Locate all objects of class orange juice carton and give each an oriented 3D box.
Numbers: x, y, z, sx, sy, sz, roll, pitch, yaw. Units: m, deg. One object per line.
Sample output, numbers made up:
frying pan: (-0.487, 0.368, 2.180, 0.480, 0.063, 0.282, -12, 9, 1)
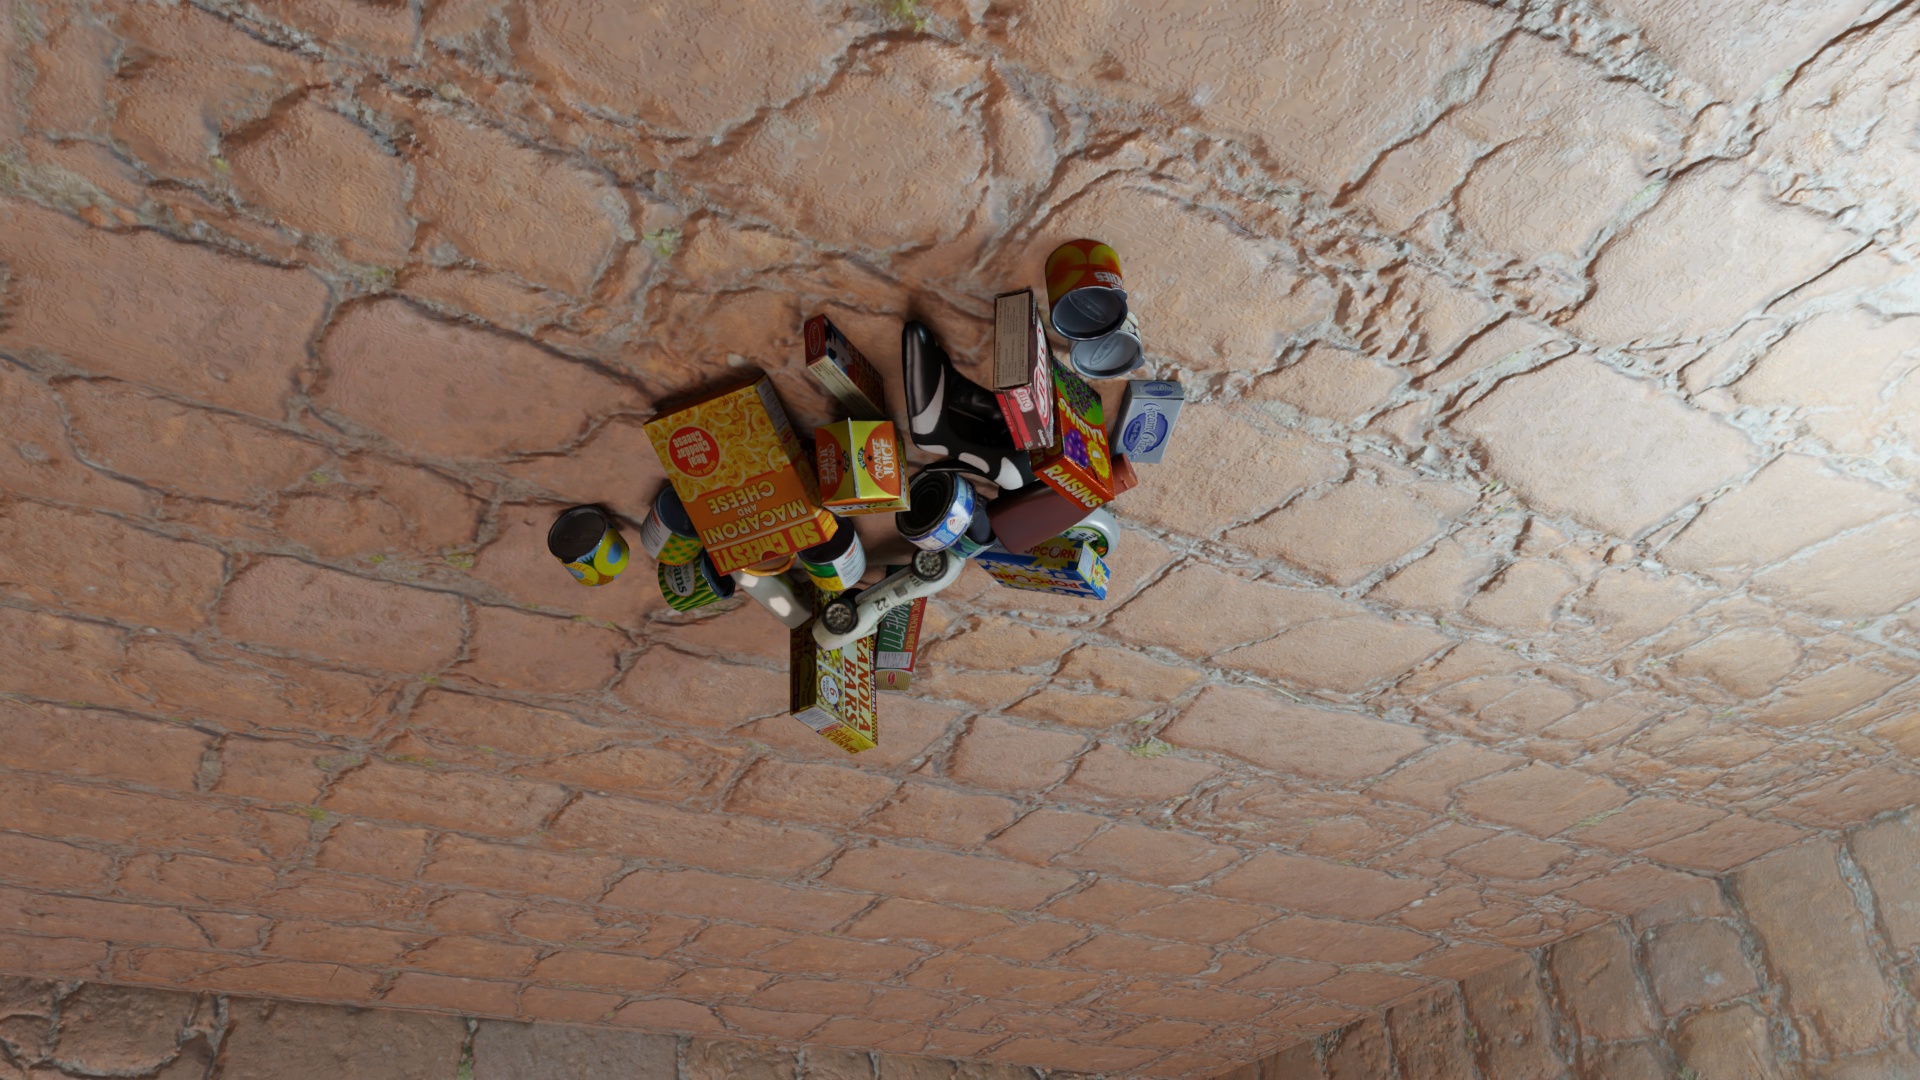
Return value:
orange juice carton: (-0.090, -0.066, 1.287, 0.073, 0.072, 0.192, -5, 177, 1)

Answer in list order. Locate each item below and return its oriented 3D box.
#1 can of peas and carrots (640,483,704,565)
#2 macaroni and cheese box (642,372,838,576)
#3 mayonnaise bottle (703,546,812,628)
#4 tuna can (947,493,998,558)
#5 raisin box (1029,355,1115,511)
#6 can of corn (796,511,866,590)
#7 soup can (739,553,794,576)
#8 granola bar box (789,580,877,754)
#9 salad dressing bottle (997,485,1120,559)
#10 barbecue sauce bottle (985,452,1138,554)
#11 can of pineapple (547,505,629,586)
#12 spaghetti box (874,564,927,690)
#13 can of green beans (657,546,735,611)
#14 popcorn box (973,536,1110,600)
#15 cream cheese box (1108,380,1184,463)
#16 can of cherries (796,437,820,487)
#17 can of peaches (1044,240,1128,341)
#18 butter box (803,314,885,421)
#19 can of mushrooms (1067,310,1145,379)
can of peas and carrots: (-0.285, -0.016, 1.420, 0.071, 0.071, 0.058, 14, 142, -24)
macaroni and cheese box: (-0.207, -0.059, 1.314, 0.123, 0.040, 0.166, -18, 109, 19)
mayonnaise bottle: (-0.220, 0.037, 1.509, 0.041, 0.065, 0.147, -36, 134, 7)
tuna can: (0.005, -0.018, 1.449, 0.071, 0.071, 0.032, 22, 139, -32)
raisin box: (0.100, -0.099, 1.289, 0.040, 0.124, 0.086, -26, 139, 29)
can of corn: (-0.139, 0.011, 1.476, 0.071, 0.071, 0.058, -9, 145, 7)
soup can: (-0.202, -0.013, 1.416, 0.071, 0.084, 0.071, -3, 146, -2)
granola bar box: (-0.143, 0.143, 1.577, 0.039, 0.166, 0.124, -21, 141, 22)
salad dressing bottle: (0.103, -0.027, 1.463, 0.147, 0.044, 0.064, 27, 144, -34)
barbecue sauce bottle: (0.103, -0.040, 1.387, 0.148, 0.044, 0.064, -25, 131, 14)
can of pineapple: (-0.386, 0.008, 1.441, 0.071, 0.071, 0.057, -11, 145, 10)
spaghetti box: (-0.073, 0.107, 1.653, 0.050, 0.029, 0.248, 2, 145, -8)
can of green beans: (-0.285, 0.039, 1.499, 0.058, 0.071, 0.071, -16, 143, 18)
popcorn box: (0.088, 0.026, 1.497, 0.126, 0.038, 0.085, 7, 159, 30)
cream cheese box: (0.181, -0.115, 1.362, 0.053, 0.024, 0.103, 1, 145, -8)
can of cherries: (-0.160, -0.061, 1.374, 0.071, 0.059, 0.071, -2, 144, -2)
can of peaches: (0.108, -0.214, 1.182, 0.071, 0.058, 0.071, -3, 144, -2)
butter box: (-0.104, -0.152, 1.254, 0.024, 0.053, 0.103, -22, 142, 20)
can of mushrooms: (0.132, -0.179, 1.257, 0.071, 0.033, 0.070, -3, 145, -2)
